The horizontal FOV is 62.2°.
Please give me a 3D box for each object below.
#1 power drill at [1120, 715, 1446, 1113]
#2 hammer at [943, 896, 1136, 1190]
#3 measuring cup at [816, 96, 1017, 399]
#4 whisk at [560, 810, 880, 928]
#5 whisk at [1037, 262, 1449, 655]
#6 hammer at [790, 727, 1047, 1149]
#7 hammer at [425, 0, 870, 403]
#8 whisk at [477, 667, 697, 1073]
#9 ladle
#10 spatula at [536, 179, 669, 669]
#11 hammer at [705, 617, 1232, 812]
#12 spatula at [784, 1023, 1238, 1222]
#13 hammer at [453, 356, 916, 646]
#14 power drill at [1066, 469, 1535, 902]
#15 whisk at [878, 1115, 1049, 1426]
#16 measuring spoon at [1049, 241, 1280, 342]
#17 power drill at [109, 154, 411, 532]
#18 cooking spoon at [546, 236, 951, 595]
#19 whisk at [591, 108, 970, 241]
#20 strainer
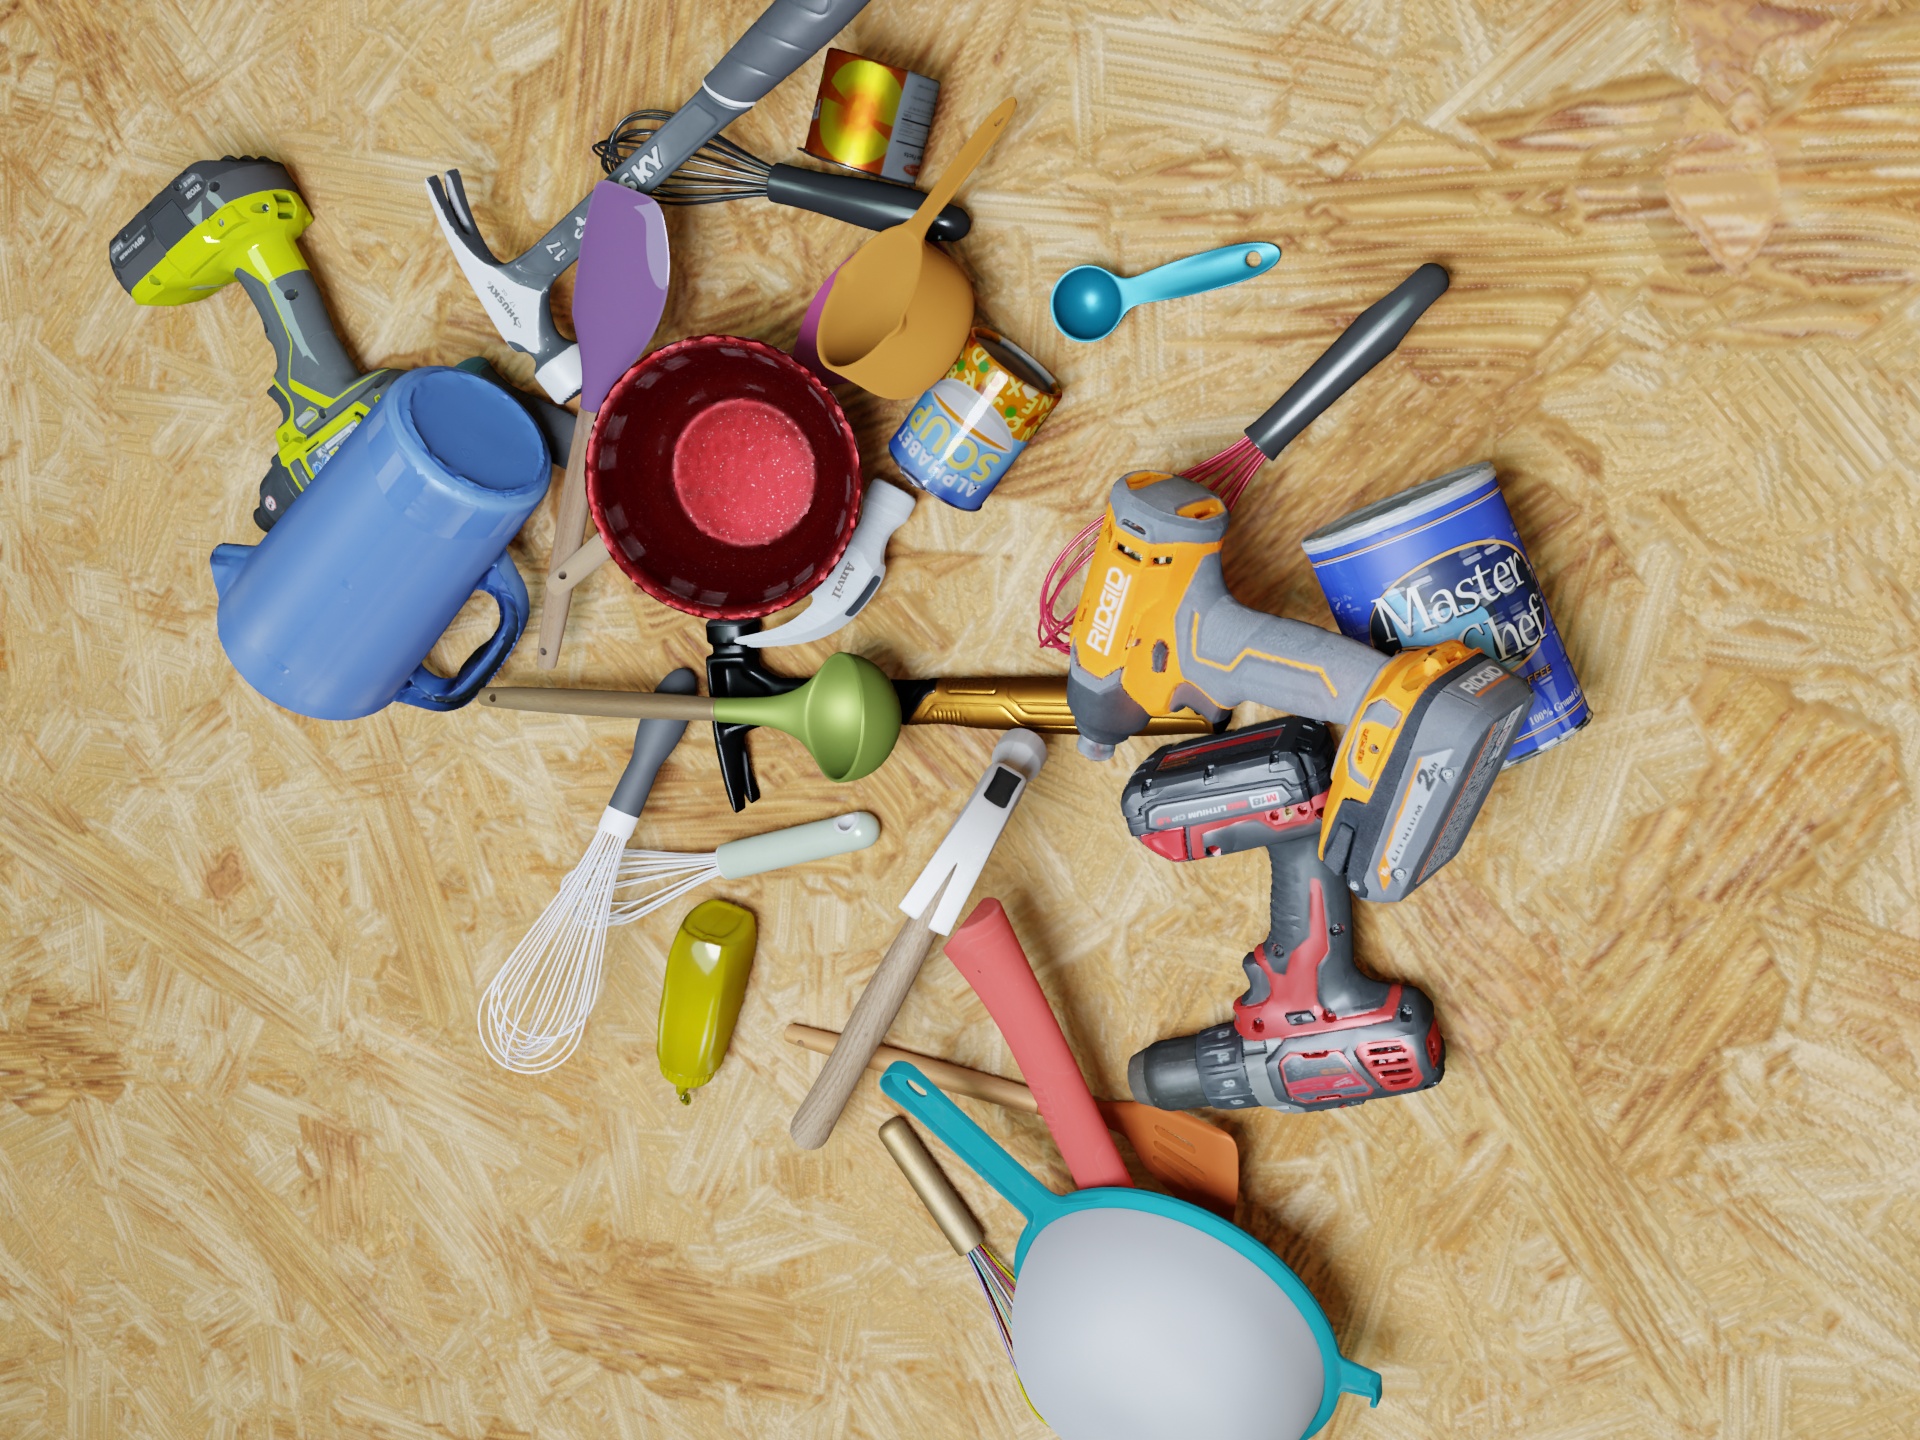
[{"bbox_3d":[0.163,0.126,0.926,0.188,0.080,0.226,-15,101,25],"label":"power drill"},{"bbox_3d":[0.088,0.266,0.968,0.149,0.037,0.359,-13,110,35],"label":"hammer"},{"bbox_3d":[-0.008,-0.255,0.874,0.173,0.052,0.095,-52,39,13],"label":"measuring cup"},{"bbox_3d":[-0.164,0.097,1.067,0.246,0.058,0.059,-14,133,21],"label":"whisk"},{"bbox_3d":[0.149,-0.136,0.868,0.296,0.073,0.073,-43,86,20],"label":"whisk"},{"bbox_3d":[-0.040,0.157,0.975,0.031,0.130,0.331,30,124,3],"label":"hammer"},{"bbox_3d":[-0.143,-0.337,0.873,0.409,0.036,0.149,-29,105,33],"label":"hammer"},{"bbox_3d":[-0.238,0.096,1.042,0.070,0.070,0.284,22,86,15],"label":"whisk"},{"bbox_3d":[-0.181,-0.008,0.998,0.320,0.062,0.078,3,92,24],"label":"ladle"},{"bbox_3d":[-0.226,-0.165,0.965,0.060,0.018,0.315,25,120,10],"label":"spatula"},{"bbox_3d":[-0.002,-0.003,0.977,0.337,0.034,0.127,1,104,22],"label":"hammer"},{"bbox_3d":[0.026,0.247,1.030,0.323,0.041,0.081,11,121,20],"label":"spatula"},{"bbox_3d":[-0.195,-0.151,1.004,0.331,0.033,0.128,28,94,16],"label":"hammer"},{"bbox_3d":[0.151,-0.007,0.802,0.227,0.084,0.164,35,127,28],"label":"power drill"},{"bbox_3d":[0.017,0.374,1.068,0.047,0.051,0.245,-37,86,31],"label":"whisk"},{"bbox_3d":[0.113,-0.241,0.880,0.128,0.021,0.042,-11,99,15],"label":"measuring spoon"},{"bbox_3d":[-0.463,-0.246,1.073,0.171,0.080,0.223,-27,96,26],"label":"power drill"},{"bbox_3d":[-0.131,-0.177,0.957,0.319,0.017,0.069,-38,87,12],"label":"cooking spoon"},{"bbox_3d":[-0.106,-0.312,0.930,0.239,0.055,0.055,17,110,13],"label":"whisk"},{"bbox_3d":[0.065,0.345,0.943,0.340,0.095,0.211,43,130,-1],"label":"strainer"}]
